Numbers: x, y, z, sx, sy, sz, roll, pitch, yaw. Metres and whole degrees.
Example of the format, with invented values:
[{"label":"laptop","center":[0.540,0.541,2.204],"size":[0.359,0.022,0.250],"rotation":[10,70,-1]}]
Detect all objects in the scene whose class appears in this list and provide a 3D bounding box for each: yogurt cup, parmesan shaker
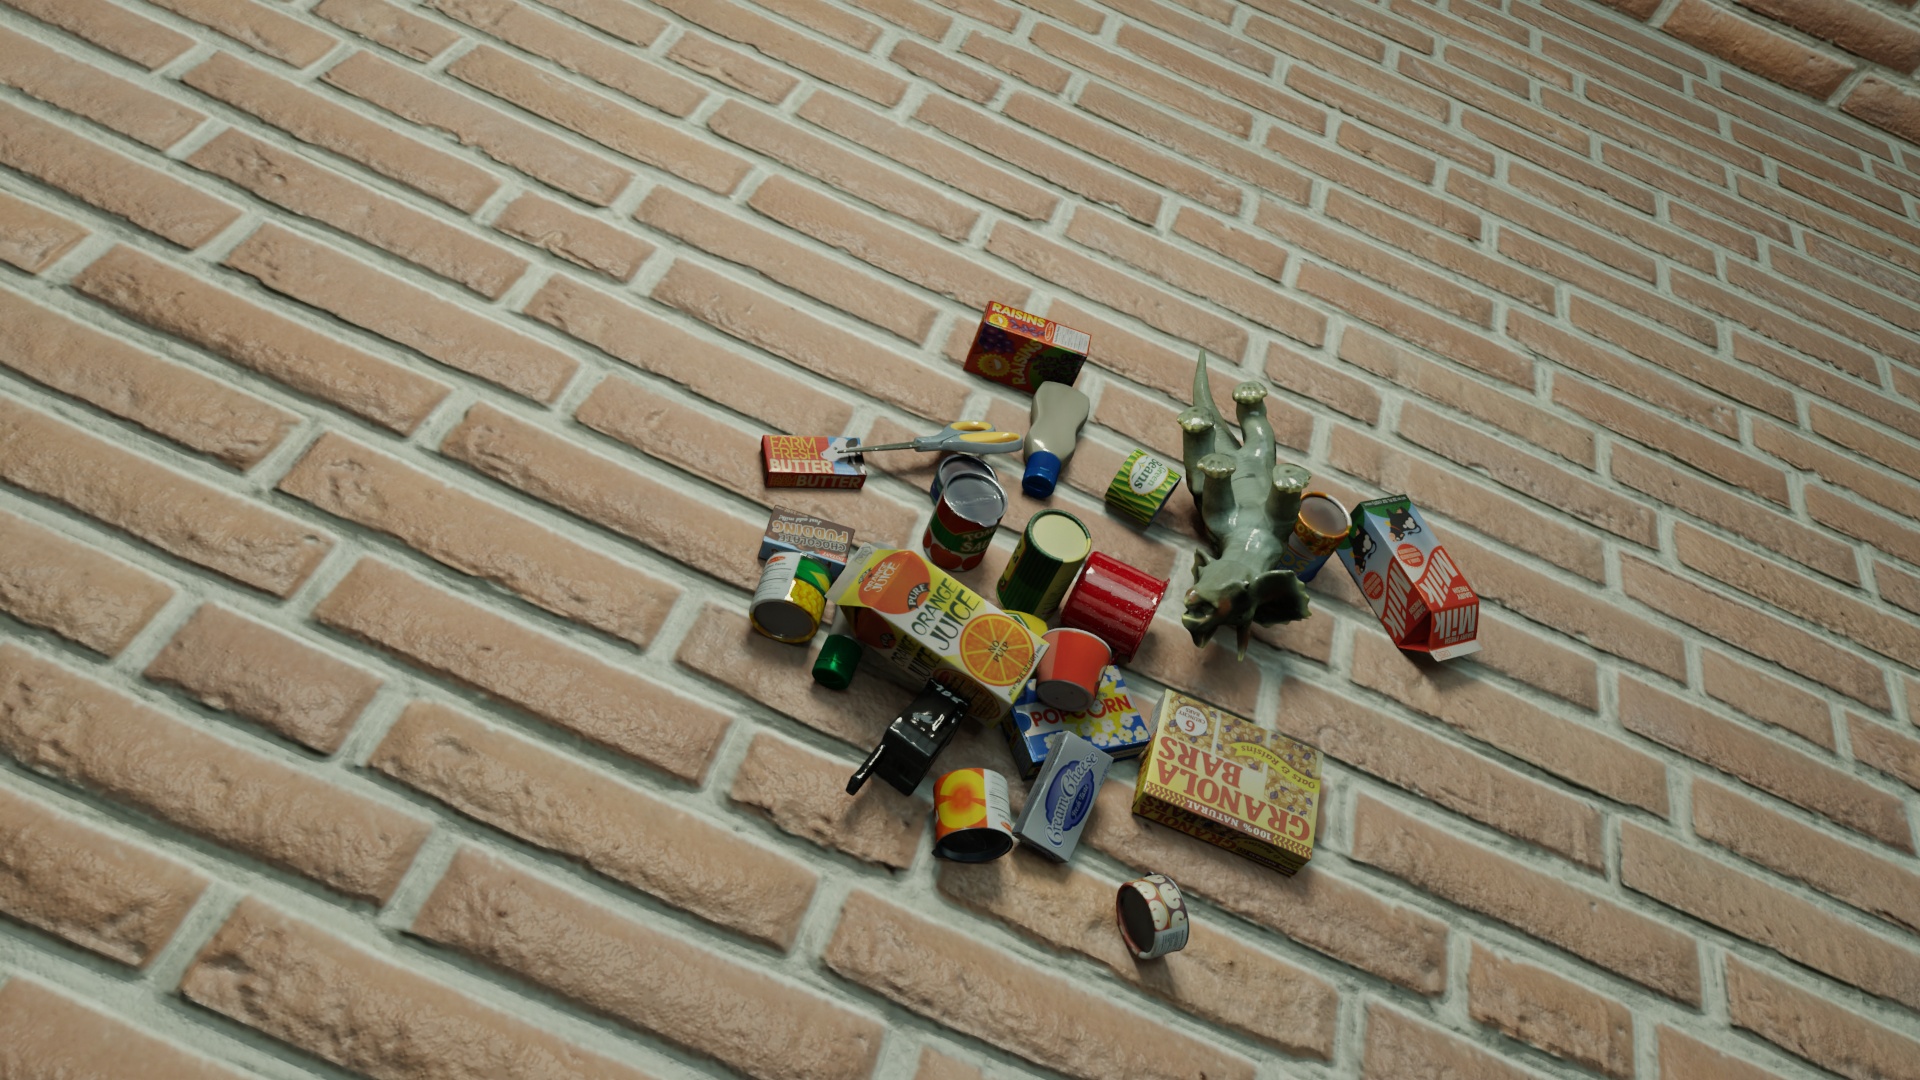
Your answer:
[{"label":"yogurt cup","center":[0.100,0.120,1.268],"size":[0.072,0.072,0.054],"rotation":[20,56,-4]},{"label":"parmesan shaker","center":[0.083,0.023,1.365],"size":[0.071,0.102,0.072],"rotation":[10,49,-12]}]

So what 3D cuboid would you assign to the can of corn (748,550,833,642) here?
[{"label":"can of corn","center":[-0.154,0.054,1.280],"size":[0.071,0.070,0.058],"rotation":[18,49,-5]}]

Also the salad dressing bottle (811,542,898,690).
[{"label":"salad dressing bottle","center":[-0.095,0.070,1.296],"size":[0.064,0.044,0.148],"rotation":[-4,46,33]}]

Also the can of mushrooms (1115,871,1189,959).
[{"label":"can of mushrooms","center":[0.161,0.317,1.179],"size":[0.033,0.070,0.071],"rotation":[-8,56,-24]}]

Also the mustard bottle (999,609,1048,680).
[{"label":"mustard bottle","center":[0.004,0.094,1.314],"size":[0.160,0.048,0.065],"rotation":[8,48,-14]}]

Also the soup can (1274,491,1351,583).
[{"label":"soup can","center":[0.373,-0.003,1.506],"size":[0.071,0.083,0.072],"rotation":[10,50,-12]}]

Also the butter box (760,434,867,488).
[{"label":"butter box","center":[-0.151,-0.081,1.417],"size":[0.104,0.024,0.053],"rotation":[0,52,-20]}]

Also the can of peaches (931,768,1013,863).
[{"label":"can of peaches","center":[0.008,0.236,1.190],"size":[0.071,0.071,0.058],"rotation":[8,51,-14]}]

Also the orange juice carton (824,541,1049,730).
[{"label":"orange juice carton","center":[-0.025,0.079,1.241],"size":[0.193,0.072,0.072],"rotation":[34,59,2]}]

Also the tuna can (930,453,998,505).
[{"label":"tuna can","center":[0.005,-0.053,1.446],"size":[0.071,0.032,0.071],"rotation":[10,50,-12]}]

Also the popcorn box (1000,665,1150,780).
[{"label":"popcorn box","center":[0.104,0.169,1.297],"size":[0.127,0.038,0.085],"rotation":[-7,56,-25]}]

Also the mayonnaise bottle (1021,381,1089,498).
[{"label":"mayonnaise bottle","center":[0.099,-0.110,1.523],"size":[0.065,0.041,0.149],"rotation":[20,49,-2]}]

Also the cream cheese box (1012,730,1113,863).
[{"label":"cream cheese box","center":[0.090,0.226,1.226],"size":[0.053,0.024,0.104],"rotation":[32,67,-13]}]

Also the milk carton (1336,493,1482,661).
[{"label":"milk carton","center":[0.493,0.047,1.516],"size":[0.072,0.073,0.191],"rotation":[-10,57,-27]}]

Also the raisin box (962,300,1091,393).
[{"label":"raisin box","center":[0.075,-0.211,1.565],"size":[0.123,0.085,0.040],"rotation":[18,53,-5]}]

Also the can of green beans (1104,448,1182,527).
[{"label":"can of green beans","center":[0.196,-0.057,1.497],"size":[0.058,0.071,0.071],"rotation":[34,49,9]}]

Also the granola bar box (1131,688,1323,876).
[{"label":"granola bar box","center":[0.251,0.226,1.304],"size":[0.165,0.038,0.125],"rotation":[23,48,-2]}]

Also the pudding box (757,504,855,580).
[{"label":"pudding box","center":[-0.149,0.003,1.346],"size":[0.084,0.030,0.050],"rotation":[17,49,-6]}]

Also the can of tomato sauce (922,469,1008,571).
[{"label":"can of tomato sauce","center":[0.005,-0.017,1.383],"size":[0.071,0.082,0.071],"rotation":[10,50,-12]}]
